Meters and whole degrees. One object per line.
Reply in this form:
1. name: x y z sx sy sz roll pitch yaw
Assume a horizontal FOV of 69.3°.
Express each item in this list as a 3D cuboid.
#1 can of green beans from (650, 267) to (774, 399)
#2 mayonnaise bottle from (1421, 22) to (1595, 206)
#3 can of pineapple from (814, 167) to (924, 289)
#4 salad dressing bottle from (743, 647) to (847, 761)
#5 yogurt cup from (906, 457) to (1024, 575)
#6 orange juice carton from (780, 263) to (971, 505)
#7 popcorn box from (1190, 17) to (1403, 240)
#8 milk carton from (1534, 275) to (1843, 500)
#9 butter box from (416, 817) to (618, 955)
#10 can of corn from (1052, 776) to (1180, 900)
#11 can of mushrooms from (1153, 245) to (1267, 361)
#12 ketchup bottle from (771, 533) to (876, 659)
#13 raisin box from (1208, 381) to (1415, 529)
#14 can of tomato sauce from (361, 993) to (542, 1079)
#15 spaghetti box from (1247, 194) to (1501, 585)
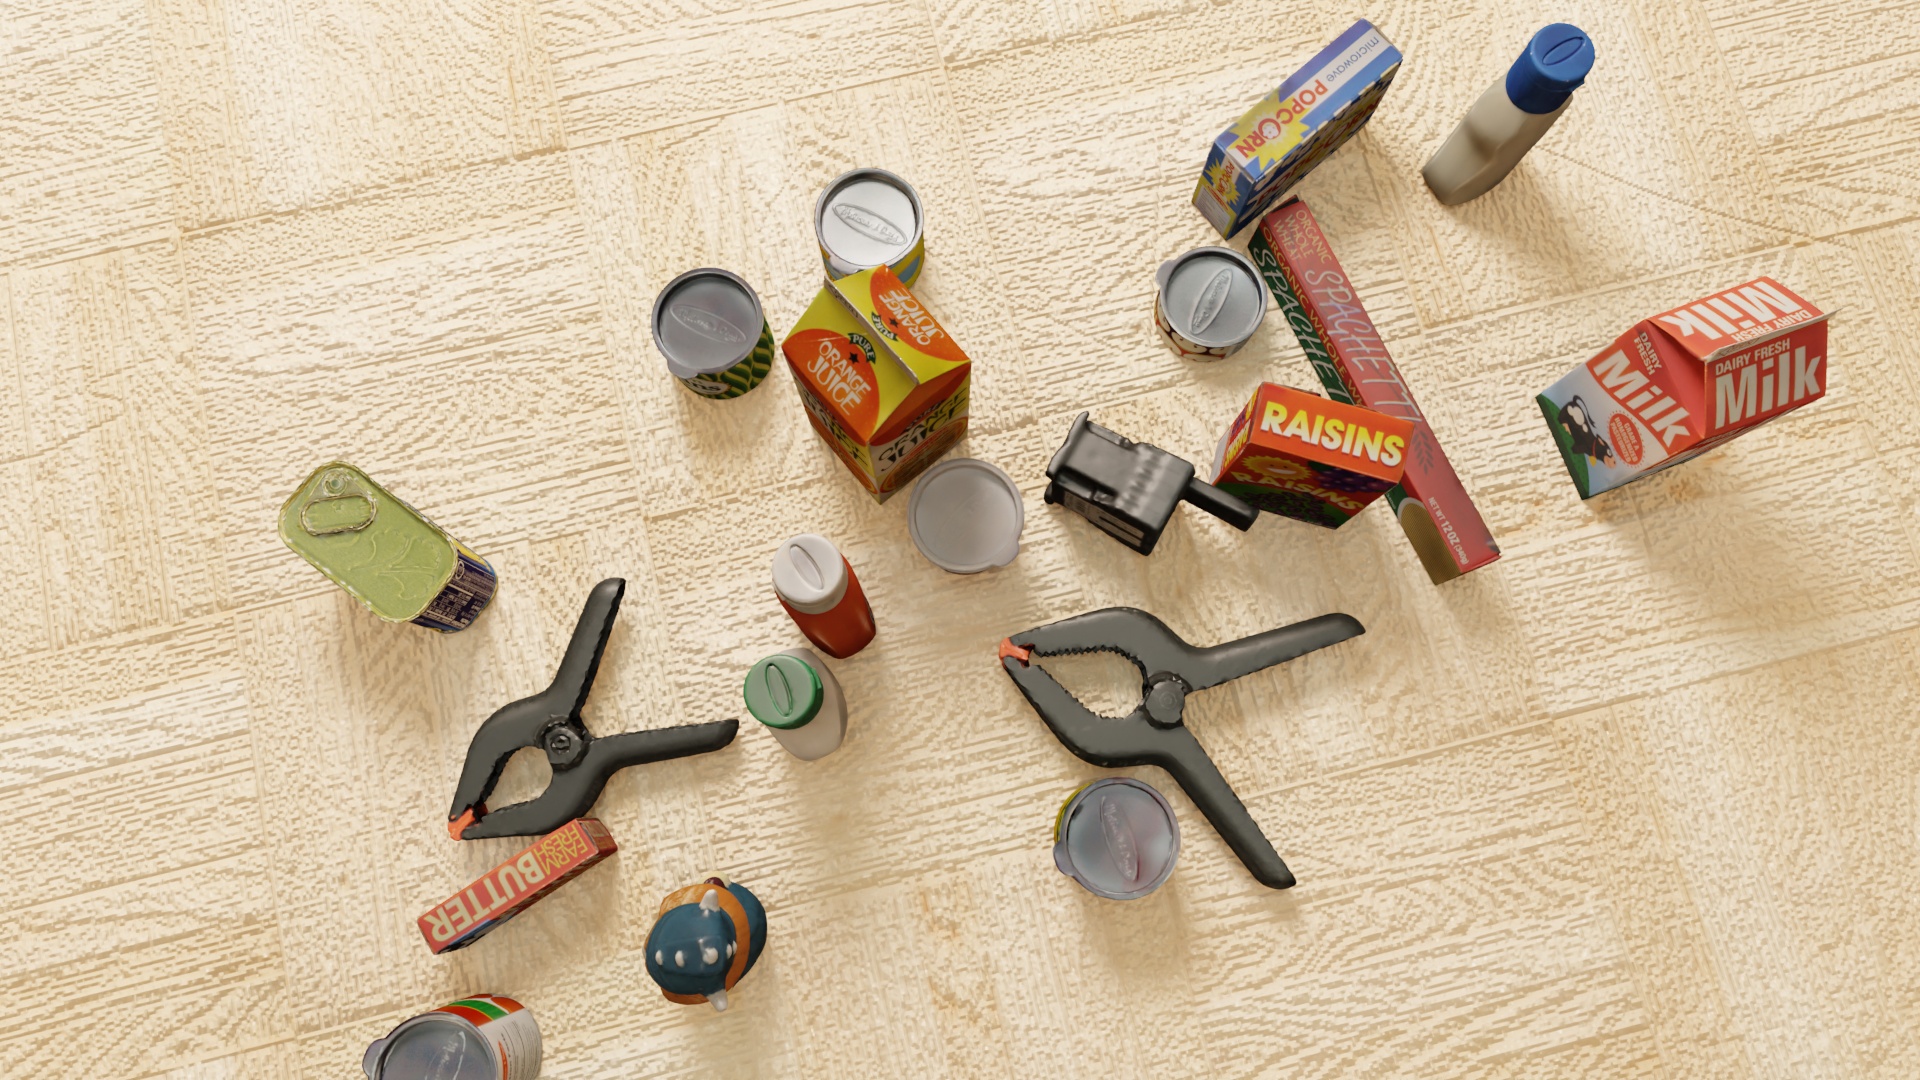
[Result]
1. can of green beans: -0.149 -0.124 0.843 0.071 0.057 0.071 0 79 0
2. mayonnaise bottle: 0.328 -0.253 0.827 0.065 0.148 0.041 -32 81 -6
3. can of pineapple: -0.056 -0.186 0.856 0.071 0.057 0.071 0 79 0
4. salad dressing bottle: -0.089 0.086 0.755 0.044 0.147 0.064 -20 80 -4
5. yogurt cup: 0.003 -0.010 0.823 0.072 0.054 0.072 0 79 0
6. orange juice carton: -0.044 -0.087 0.768 0.073 0.192 0.072 -40 82 -7
7. popcorn box: 0.206 -0.252 0.858 0.127 0.085 0.038 -40 82 -8
8. milk carton: 0.402 -0.086 0.772 0.072 0.190 0.073 -19 80 -4
9. butter box: -0.247 0.193 0.780 0.103 0.053 0.024 -32 81 -6
10. can of corn: 0.085 0.168 0.785 0.071 0.058 0.071 0 79 0
11. can of mushrooms: 0.152 -0.147 0.862 0.071 0.033 0.071 0 79 0
12. ketchup bottle: -0.078 0.028 0.766 0.043 0.148 0.065 -35 81 -6
13. raisin box: 0.197 -0.047 0.797 0.086 0.123 0.040 16 80 3
14. can of tomato sauce: -0.271 0.282 0.747 0.071 0.083 0.071 0 79 0
15. spaghetti box: 0.247 -0.091 0.843 0.029 0.050 0.250 -25 80 -5
